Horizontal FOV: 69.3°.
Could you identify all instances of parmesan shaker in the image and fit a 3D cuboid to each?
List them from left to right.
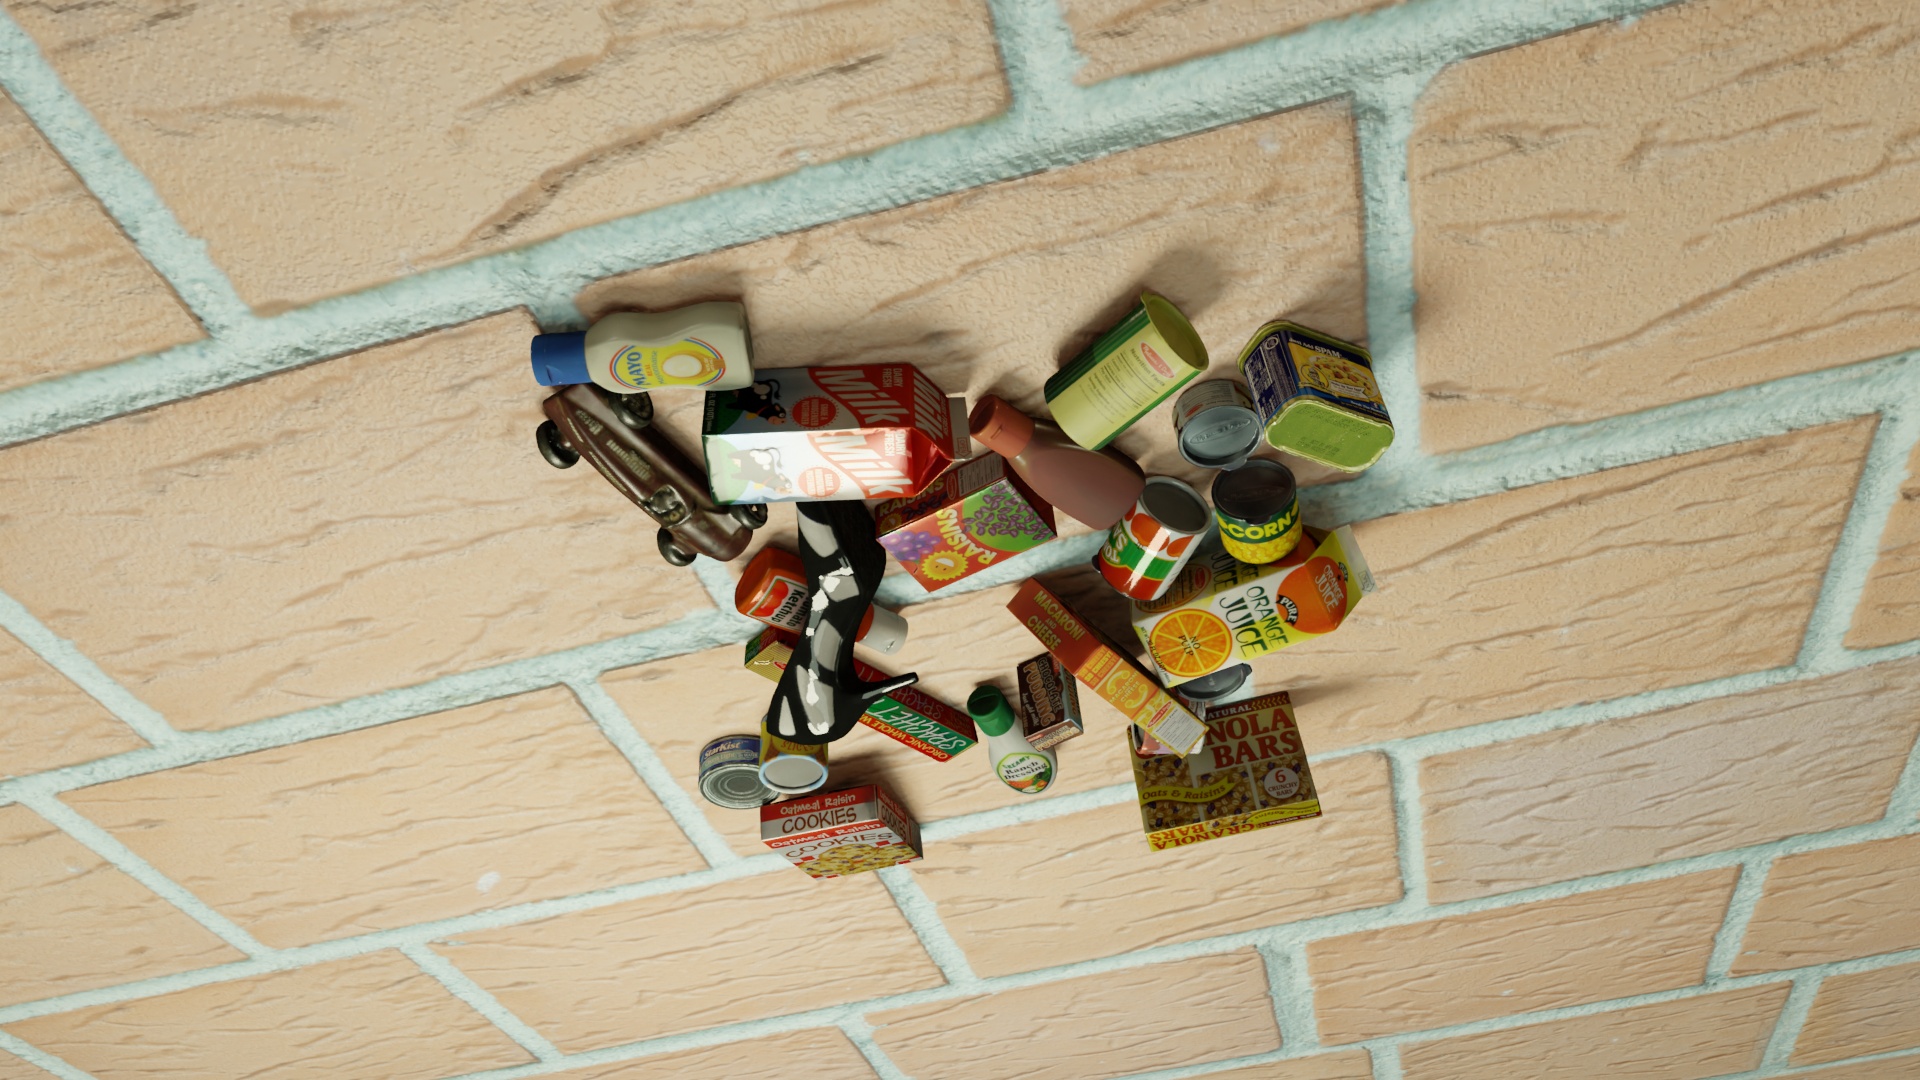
[{"bbox_3d":[0.116,-0.122,0.999,0.071,0.072,0.102,30,128,-32],"label":"parmesan shaker"}]

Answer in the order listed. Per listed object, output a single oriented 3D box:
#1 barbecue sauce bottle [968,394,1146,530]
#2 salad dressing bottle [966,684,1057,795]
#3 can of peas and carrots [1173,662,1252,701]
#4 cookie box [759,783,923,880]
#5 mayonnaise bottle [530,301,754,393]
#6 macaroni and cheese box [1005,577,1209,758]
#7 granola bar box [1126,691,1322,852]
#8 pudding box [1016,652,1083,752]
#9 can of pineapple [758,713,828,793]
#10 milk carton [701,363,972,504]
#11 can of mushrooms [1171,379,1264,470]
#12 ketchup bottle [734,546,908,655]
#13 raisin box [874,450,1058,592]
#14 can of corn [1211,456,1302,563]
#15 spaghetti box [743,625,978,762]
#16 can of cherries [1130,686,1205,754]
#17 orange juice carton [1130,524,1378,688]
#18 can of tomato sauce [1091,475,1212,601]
[{"bbox_3d":[0.072,-0.063,1.073,0.148,0.044,0.064,28,116,-30],"label":"barbecue sauce bottle"},{"bbox_3d":[0.049,0.194,1.350,0.064,0.044,0.147,-19,136,13],"label":"salad dressing bottle"},{"bbox_3d":[0.223,0.103,1.257,0.071,0.059,0.070,-3,137,-3],"label":"can of peas and carrots"},{"bbox_3d":[-0.120,0.301,1.428,0.123,0.040,0.167,-13,151,9],"label":"cookie box"},{"bbox_3d":[-0.221,-0.131,0.971,0.148,0.041,0.064,-5,138,-1],"label":"mayonnaise bottle"},{"bbox_3d":[0.128,0.109,1.208,0.040,0.124,0.166,-49,127,3],"label":"macaroni and cheese box"},{"bbox_3d":[0.251,0.222,1.342,0.165,0.125,0.039,-14,136,9],"label":"granola bar box"},{"bbox_3d":[0.082,0.146,1.271,0.049,0.084,0.030,-25,133,21],"label":"pudding box"},{"bbox_3d":[-0.158,0.199,1.324,0.071,0.058,0.070,-3,137,-2],"label":"can of pineapple"},{"bbox_3d":[-0.089,-0.079,1.018,0.191,0.073,0.073,-3,137,-3],"label":"milk carton"},{"bbox_3d":[0.198,-0.088,1.067,0.071,0.034,0.070,-3,137,-3],"label":"can of mushrooms"},{"bbox_3d":[-0.115,0.057,1.185,0.149,0.044,0.064,24,121,-29],"label":"ketchup bottle"},{"bbox_3d":[0.004,-0.014,1.123,0.123,0.040,0.086,-24,135,20],"label":"raisin box"},{"bbox_3d":[0.239,-0.022,1.115,0.071,0.071,0.058,-14,137,9],"label":"can of corn"},{"bbox_3d":[-0.088,0.145,1.294,0.250,0.029,0.050,31,126,-33],"label":"spaghetti box"},{"bbox_3d":[0.197,0.168,1.321,0.058,0.072,0.071,1,137,-5],"label":"can of cherries"},{"bbox_3d":[0.244,0.047,1.159,0.192,0.073,0.071,-21,114,17],"label":"orange juice carton"},{"bbox_3d":[0.156,-0.002,1.132,0.071,0.071,0.082,11,134,-17],"label":"can of tomato sauce"}]
